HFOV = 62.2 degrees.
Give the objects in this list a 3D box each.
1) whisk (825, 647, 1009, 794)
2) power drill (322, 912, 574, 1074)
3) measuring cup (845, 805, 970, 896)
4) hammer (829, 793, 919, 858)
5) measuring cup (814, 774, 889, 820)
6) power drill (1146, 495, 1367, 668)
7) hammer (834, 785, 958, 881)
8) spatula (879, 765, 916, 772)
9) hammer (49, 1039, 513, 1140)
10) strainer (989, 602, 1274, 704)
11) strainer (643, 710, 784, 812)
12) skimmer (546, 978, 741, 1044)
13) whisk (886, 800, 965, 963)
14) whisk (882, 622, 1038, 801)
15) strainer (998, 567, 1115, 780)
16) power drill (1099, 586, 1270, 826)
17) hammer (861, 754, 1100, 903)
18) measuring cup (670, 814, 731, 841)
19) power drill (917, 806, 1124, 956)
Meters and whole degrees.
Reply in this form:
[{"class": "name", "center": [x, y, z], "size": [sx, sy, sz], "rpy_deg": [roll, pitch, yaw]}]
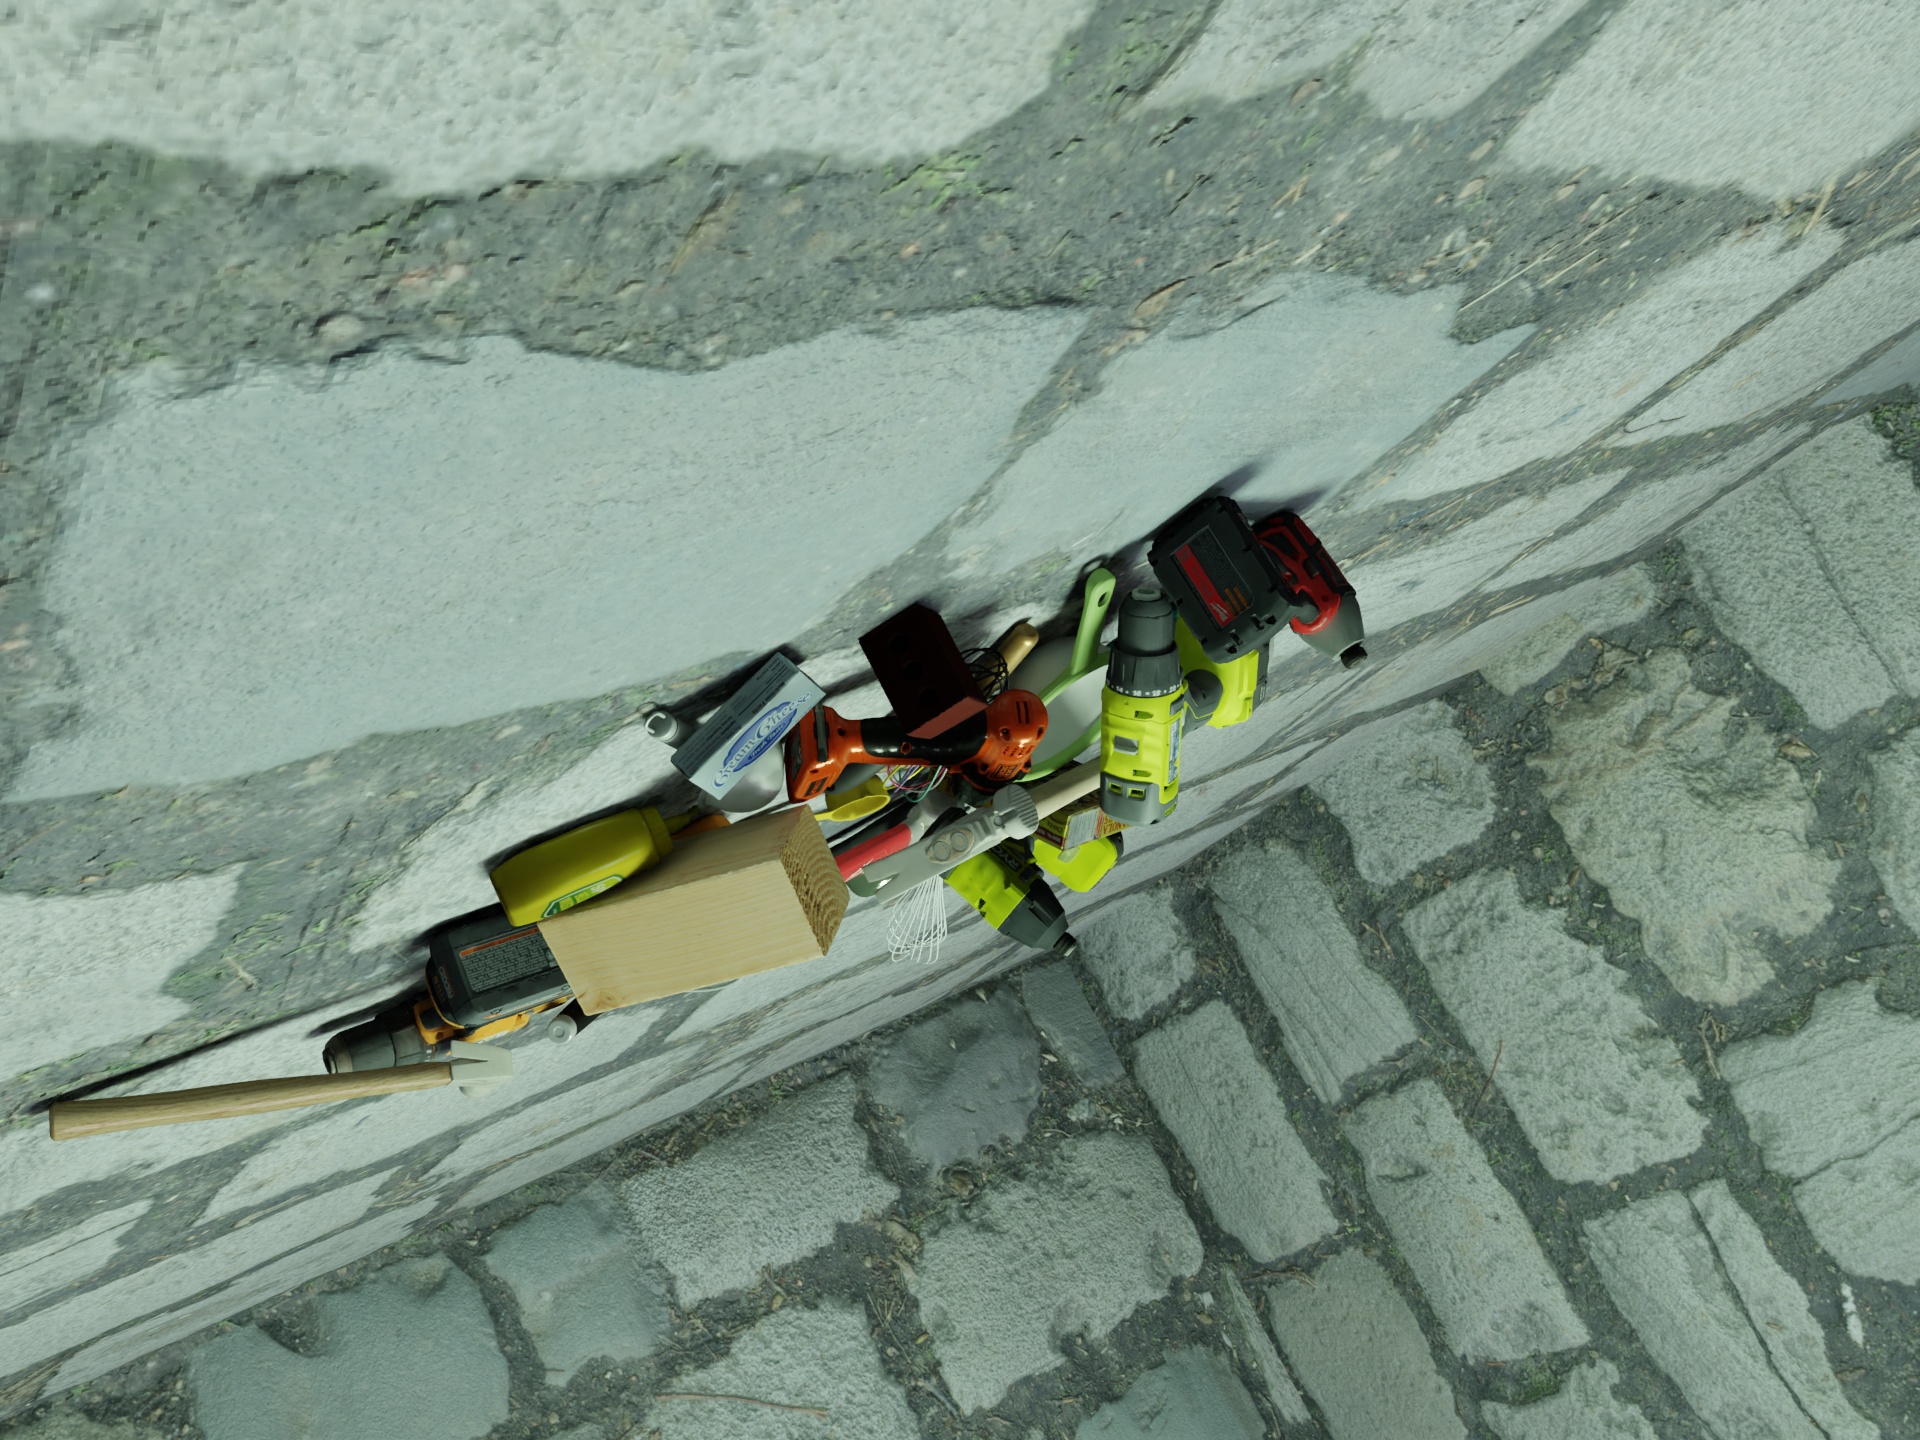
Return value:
[{"class": "whisk", "center": [-0.042, 0.006, 1.305], "size": [0.055, 0.055, 0.239], "rpy_deg": [-13, 164, -49]}, {"class": "power drill", "center": [-0.417, 0.232, 1.313], "size": [0.185, 0.084, 0.226], "rpy_deg": [-16, 166, -36]}, {"class": "measuring cup", "center": [-0.052, 0.139, 1.689], "size": [0.167, 0.038, 0.083], "rpy_deg": [-27, -167, 21]}, {"class": "hammer", "center": [-0.095, 0.118, 1.622], "size": [0.335, 0.035, 0.146], "rpy_deg": [-29, 167, 1]}, {"class": "measuring cup", "center": [-0.140, 0.075, 1.417], "size": [0.156, 0.029, 0.062], "rpy_deg": [-10, 160, -21]}, {"class": "power drill", "center": [0.251, -0.104, 1.270], "size": [0.078, 0.143, 0.219], "rpy_deg": [-39, 161, 28]}, {"class": "hammer", "center": [-0.163, 0.171, 1.453], "size": [0.386, 0.038, 0.143], "rpy_deg": [-26, 157, -41]}, {"class": "spatula", "center": [0.042, 0.015, 1.517], "size": [0.316, 0.060, 0.018], "rpy_deg": [-13, 117, -39]}, {"class": "hammer", "center": [-0.512, 0.286, 1.226], "size": [0.331, 0.031, 0.130], "rpy_deg": [-1, 160, -30]}, {"class": "strainer", "center": [0.174, -0.027, 1.494], "size": [0.340, 0.095, 0.211], "rpy_deg": [-21, 165, -34]}, {"class": "strainer", "center": [-0.172, 0.028, 1.132], "size": [0.087, 0.050, 0.258], "rpy_deg": [-45, 163, 0]}, {"class": "skimmer", "center": [-0.292, 0.255, 1.446], "size": [0.127, 0.090, 0.363], "rpy_deg": [-4, -173, 8]}, {"class": "whisk", "center": [-0.030, 0.167, 1.657], "size": [0.070, 0.070, 0.284], "rpy_deg": [-21, 147, -29]}, {"class": "whisk", "center": [-0.003, -0.003, 1.337], "size": [0.047, 0.051, 0.245], "rpy_deg": [9, 143, -28]}, {"class": "strainer", "center": [0.082, -0.052, 1.313], "size": [0.151, 0.069, 0.256], "rpy_deg": [-29, 152, -24]}, {"class": "power drill", "center": [0.182, -0.041, 1.314], "size": [0.080, 0.190, 0.228], "rpy_deg": [12, -153, 27]}, {"class": "hammer", "center": [0.069, 0.066, 1.335], "size": [0.146, 0.038, 0.410], "rpy_deg": [-29, 175, 26]}, {"class": "measuring cup", "center": [-0.202, 0.120, 1.354], "size": [0.052, 0.095, 0.173], "rpy_deg": [-32, -175, -5]}, {"class": "power drill", "center": [0.070, 0.136, 1.538], "size": [0.080, 0.171, 0.223], "rpy_deg": [-53, 170, 25]}]
